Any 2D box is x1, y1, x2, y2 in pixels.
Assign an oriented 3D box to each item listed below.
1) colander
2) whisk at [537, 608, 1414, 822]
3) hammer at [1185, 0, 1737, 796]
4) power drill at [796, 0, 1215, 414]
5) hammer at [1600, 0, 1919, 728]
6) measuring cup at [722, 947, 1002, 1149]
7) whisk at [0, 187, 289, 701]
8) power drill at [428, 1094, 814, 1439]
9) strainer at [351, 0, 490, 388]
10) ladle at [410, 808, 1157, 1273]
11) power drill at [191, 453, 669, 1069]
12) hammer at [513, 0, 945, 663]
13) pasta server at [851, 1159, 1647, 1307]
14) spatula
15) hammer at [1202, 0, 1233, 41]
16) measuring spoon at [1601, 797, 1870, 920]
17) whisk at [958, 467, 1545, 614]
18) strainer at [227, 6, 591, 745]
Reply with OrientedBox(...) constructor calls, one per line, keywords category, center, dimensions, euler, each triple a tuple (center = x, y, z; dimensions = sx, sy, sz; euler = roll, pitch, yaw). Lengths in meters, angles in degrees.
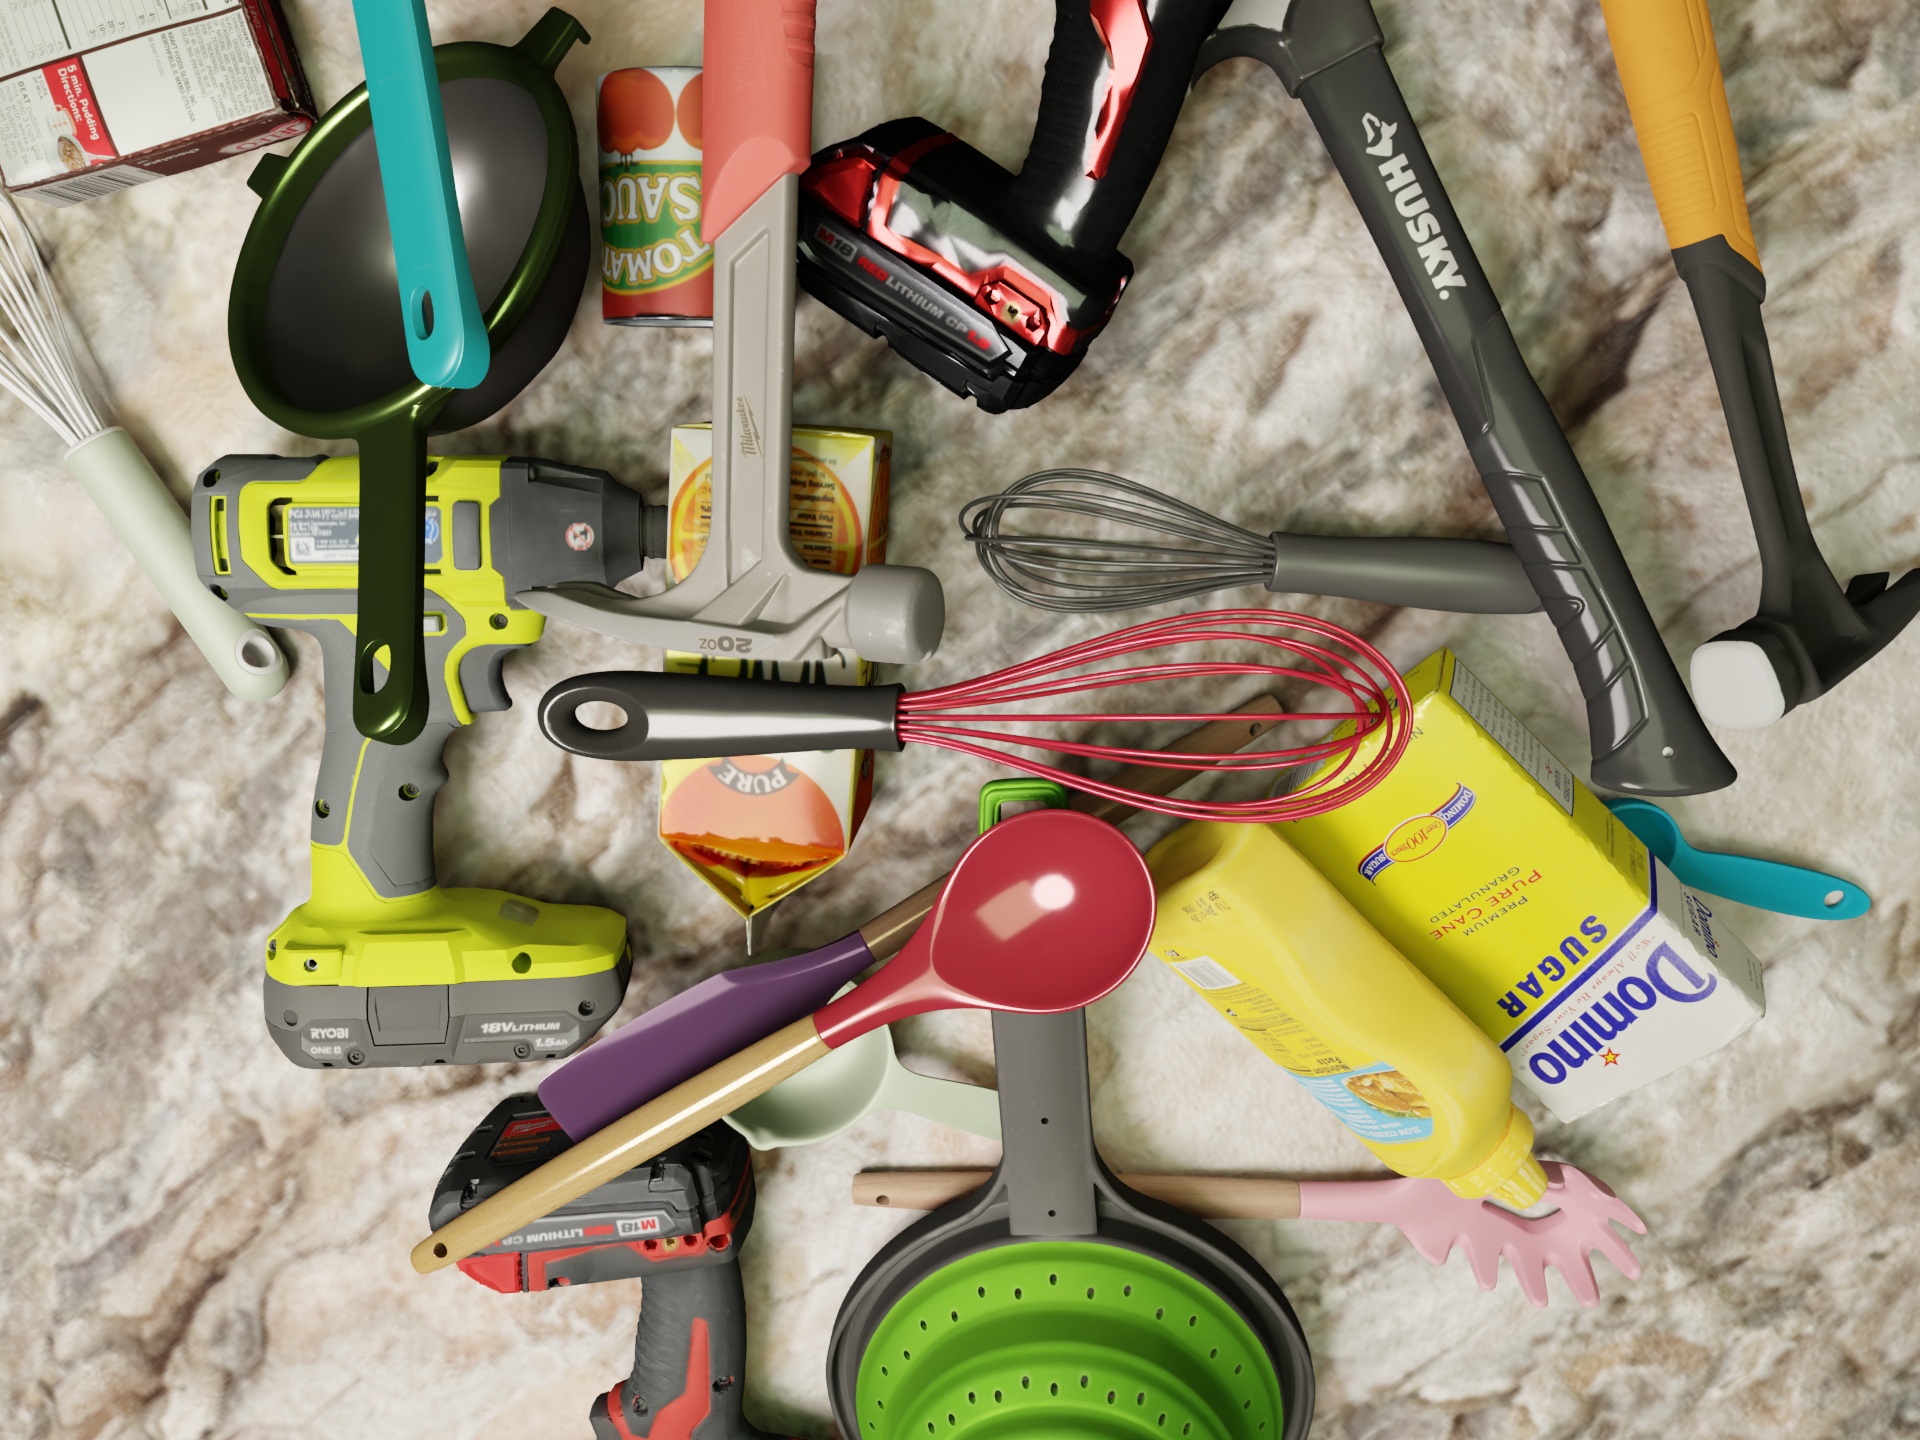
OrientedBox(category="colander", center=(0.035, 0.219, 0.603), dimensions=(0.204, 0.094, 0.397), euler=(-3, 110, 6))
OrientedBox(category="whisk", center=(-0.001, -0.002, 0.533), dimensions=(0.296, 0.073, 0.073), euler=(0, 102, 9))
OrientedBox(category="hammer", center=(0.189, -0.125, 0.559), dimensions=(0.146, 0.035, 0.335), euler=(-26, 91, 8))
OrientedBox(category="power drill", center=(0.028, -0.222, 0.501), dimensions=(0.143, 0.078, 0.219), euler=(35, 125, 1))
OrientedBox(category="hammer", center=(0.252, -0.174, 0.529), dimensions=(0.127, 0.034, 0.336), euler=(-26, 103, -32))
OrientedBox(category="measuring cup", center=(-0.026, 0.143, 0.652), dimensions=(0.167, 0.038, 0.083), euler=(20, 100, -16))
OrientedBox(category="whisk", center=(-0.336, -0.112, 0.608), dimensions=(0.059, 0.058, 0.246), euler=(-21, 106, 42))
OrientedBox(category="power drill", center=(-0.155, 0.274, 0.664), dimensions=(0.188, 0.080, 0.226), euler=(-8, 105, 5))
OrientedBox(category="strainer", center=(-0.156, -0.272, 0.505), dimensions=(0.211, 0.095, 0.340), euler=(-8, 90, 38))
OrientedBox(category="ladle", center=(-0.070, 0.124, 0.568), dimensions=(0.315, 0.031, 0.069), euler=(-31, 82, 10))
OrientedBox(category="power drill", center=(-0.190, 0.012, 0.606), dimensions=(0.171, 0.080, 0.223), euler=(-1, 99, -7))
OrientedBox(category="hammer", center=(-0.070, -0.198, 0.489), dimensions=(0.149, 0.037, 0.359), euler=(8, 105, 21))
OrientedBox(category="pasta server", center=(0.112, 0.201, 0.652), dimensions=(0.316, 0.040, 0.060), euler=(0, 111, 4))
OrientedBox(category="spatula", center=(-0.012, 0.075, 0.608), dimensions=(0.316, 0.018, 0.059), euler=(-31, 123, -4))
OrientedBox(category="hammer", center=(-0.045, -0.388, 0.518), dimensions=(0.149, 0.036, 0.409), euler=(-40, 93, 14))
OrientedBox(category="measuring spoon", center=(0.297, 0.056, 0.626), dimensions=(0.128, 0.021, 0.042), euler=(13, 115, -9))
OrientedBox(category="whisk", center=(0.118, -0.061, 0.592), dimensions=(0.239, 0.055, 0.055), euler=(4, 102, -3))
OrientedBox(category="strainer", center=(-0.173, -0.107, 0.542), dimensions=(0.151, 0.069, 0.257), euler=(-15, 67, 22))
